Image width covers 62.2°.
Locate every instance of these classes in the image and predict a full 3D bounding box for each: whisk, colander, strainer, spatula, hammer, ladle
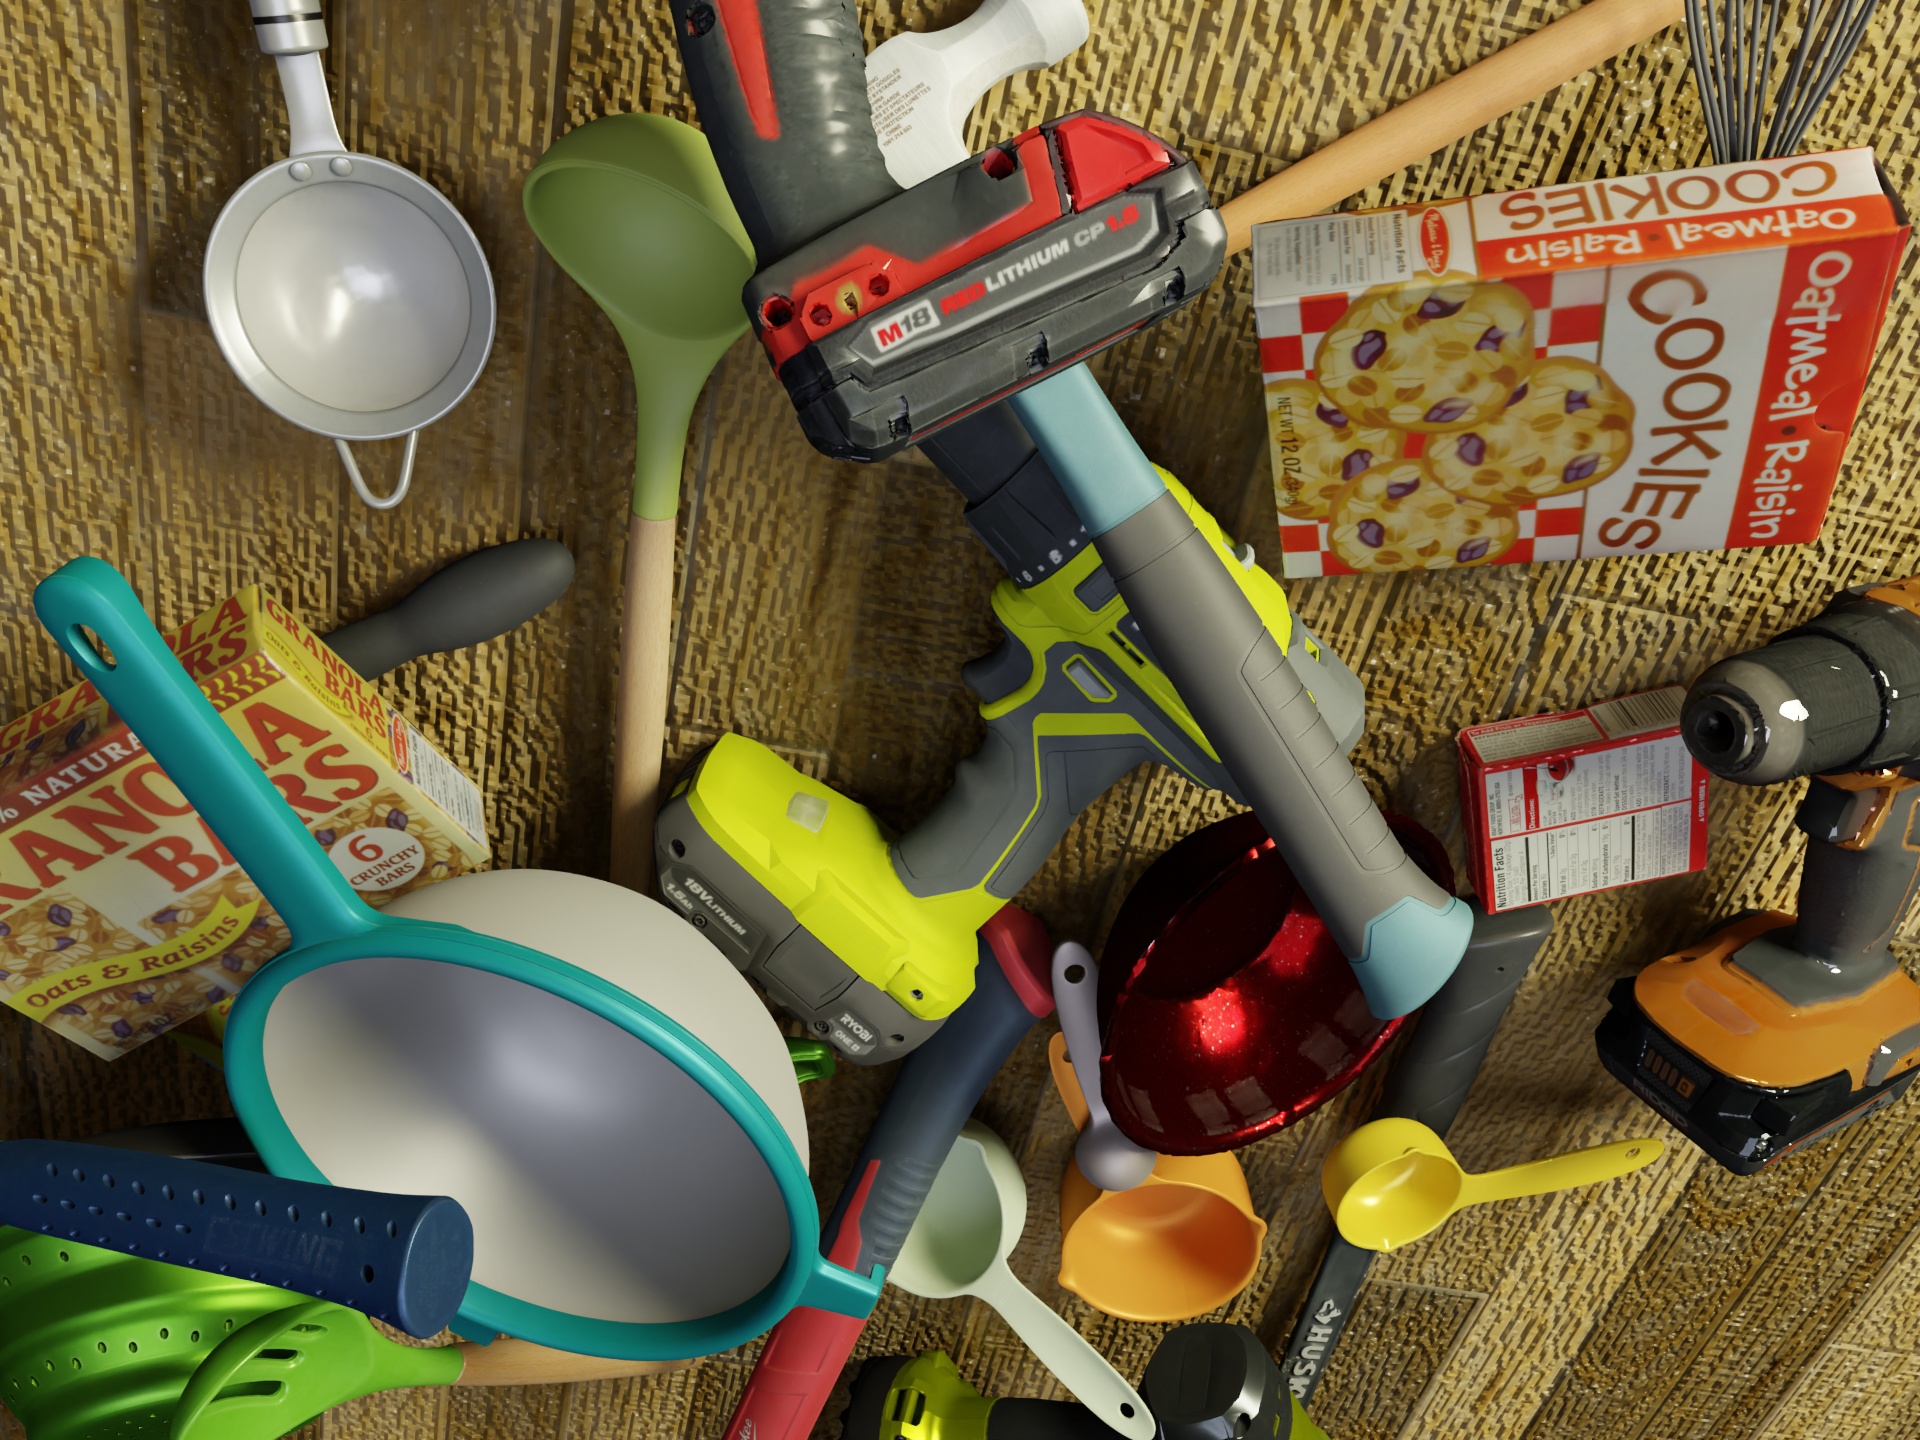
[{"bbox_3d":[-0.266,-0.003,0.575,0.284,0.070,0.070,-24,119,7],"label":"whisk"},{"bbox_3d":[-0.238,0.223,0.656,0.397,0.095,0.204,-15,149,-3],"label":"colander"},{"bbox_3d":[-0.166,0.074,0.535,0.211,0.095,0.340,-14,119,26],"label":"strainer"},{"bbox_3d":[0.203,-0.205,0.461,0.322,0.041,0.080,-25,128,16],"label":"spatula"},{"bbox_3d":[0.190,0.247,0.745,0.149,0.036,0.408,8,121,-7],"label":"hammer"},{"bbox_3d":[-0.349,0.155,0.565,0.405,0.035,0.144,2,82,21],"label":"hammer"},{"bbox_3d":[-0.068,0.243,0.690,0.143,0.038,0.386,31,104,25],"label":"hammer"},{"bbox_3d":[-0.191,-0.192,0.465,0.087,0.050,0.258,-6,116,-4],"label":"strainer"},{"bbox_3d":[-0.112,-0.043,0.545,0.078,0.062,0.320,17,123,9],"label":"ladle"},{"bbox_3d":[0.230,-0.158,0.466,0.055,0.055,0.238,-12,139,6],"label":"whisk"},{"bbox_3d":[0.060,-0.052,0.484,0.128,0.033,0.331,-33,98,2],"label":"hammer"}]

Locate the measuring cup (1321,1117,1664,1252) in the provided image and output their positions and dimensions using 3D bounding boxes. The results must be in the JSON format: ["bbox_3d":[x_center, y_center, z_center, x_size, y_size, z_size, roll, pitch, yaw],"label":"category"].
[{"bbox_3d":[0.228,0.189,0.684,0.156,0.029,0.062,-6,122,-14],"label":"measuring cup"}]

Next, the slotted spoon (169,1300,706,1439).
[{"bbox_3d":[-0.197,0.270,0.664,0.070,0.031,0.313,-55,149,-1],"label":"slotted spoon"}]

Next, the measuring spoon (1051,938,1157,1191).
[{"bbox_3d":[0.055,0.141,0.634,0.034,0.018,0.124,-14,115,1],"label":"measuring spoon"}]

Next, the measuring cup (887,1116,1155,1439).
[{"bbox_3d":[0.025,0.239,0.687,0.168,0.038,0.083,42,108,18],"label":"measuring cup"}]

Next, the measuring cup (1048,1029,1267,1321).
[{"bbox_3d":[0.072,0.186,0.697,0.095,0.052,0.173,-19,116,10],"label":"measuring cup"}]

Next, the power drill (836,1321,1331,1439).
[{"bbox_3d":[0.067,0.361,0.755,0.223,0.080,0.171,-15,123,26],"label":"power drill"}]

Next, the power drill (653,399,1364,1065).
[{"bbox_3d":[-0.001,-0.002,0.562,0.190,0.080,0.228,43,110,-12],"label":"power drill"}]

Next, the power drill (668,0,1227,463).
[{"bbox_3d":[-0.012,-0.200,0.405,0.188,0.080,0.226,-27,97,-1],"label":"power drill"}]

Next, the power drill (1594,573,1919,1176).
[{"bbox_3d":[0.304,0.054,0.568,0.185,0.084,0.226,-12,125,-28],"label":"power drill"}]
